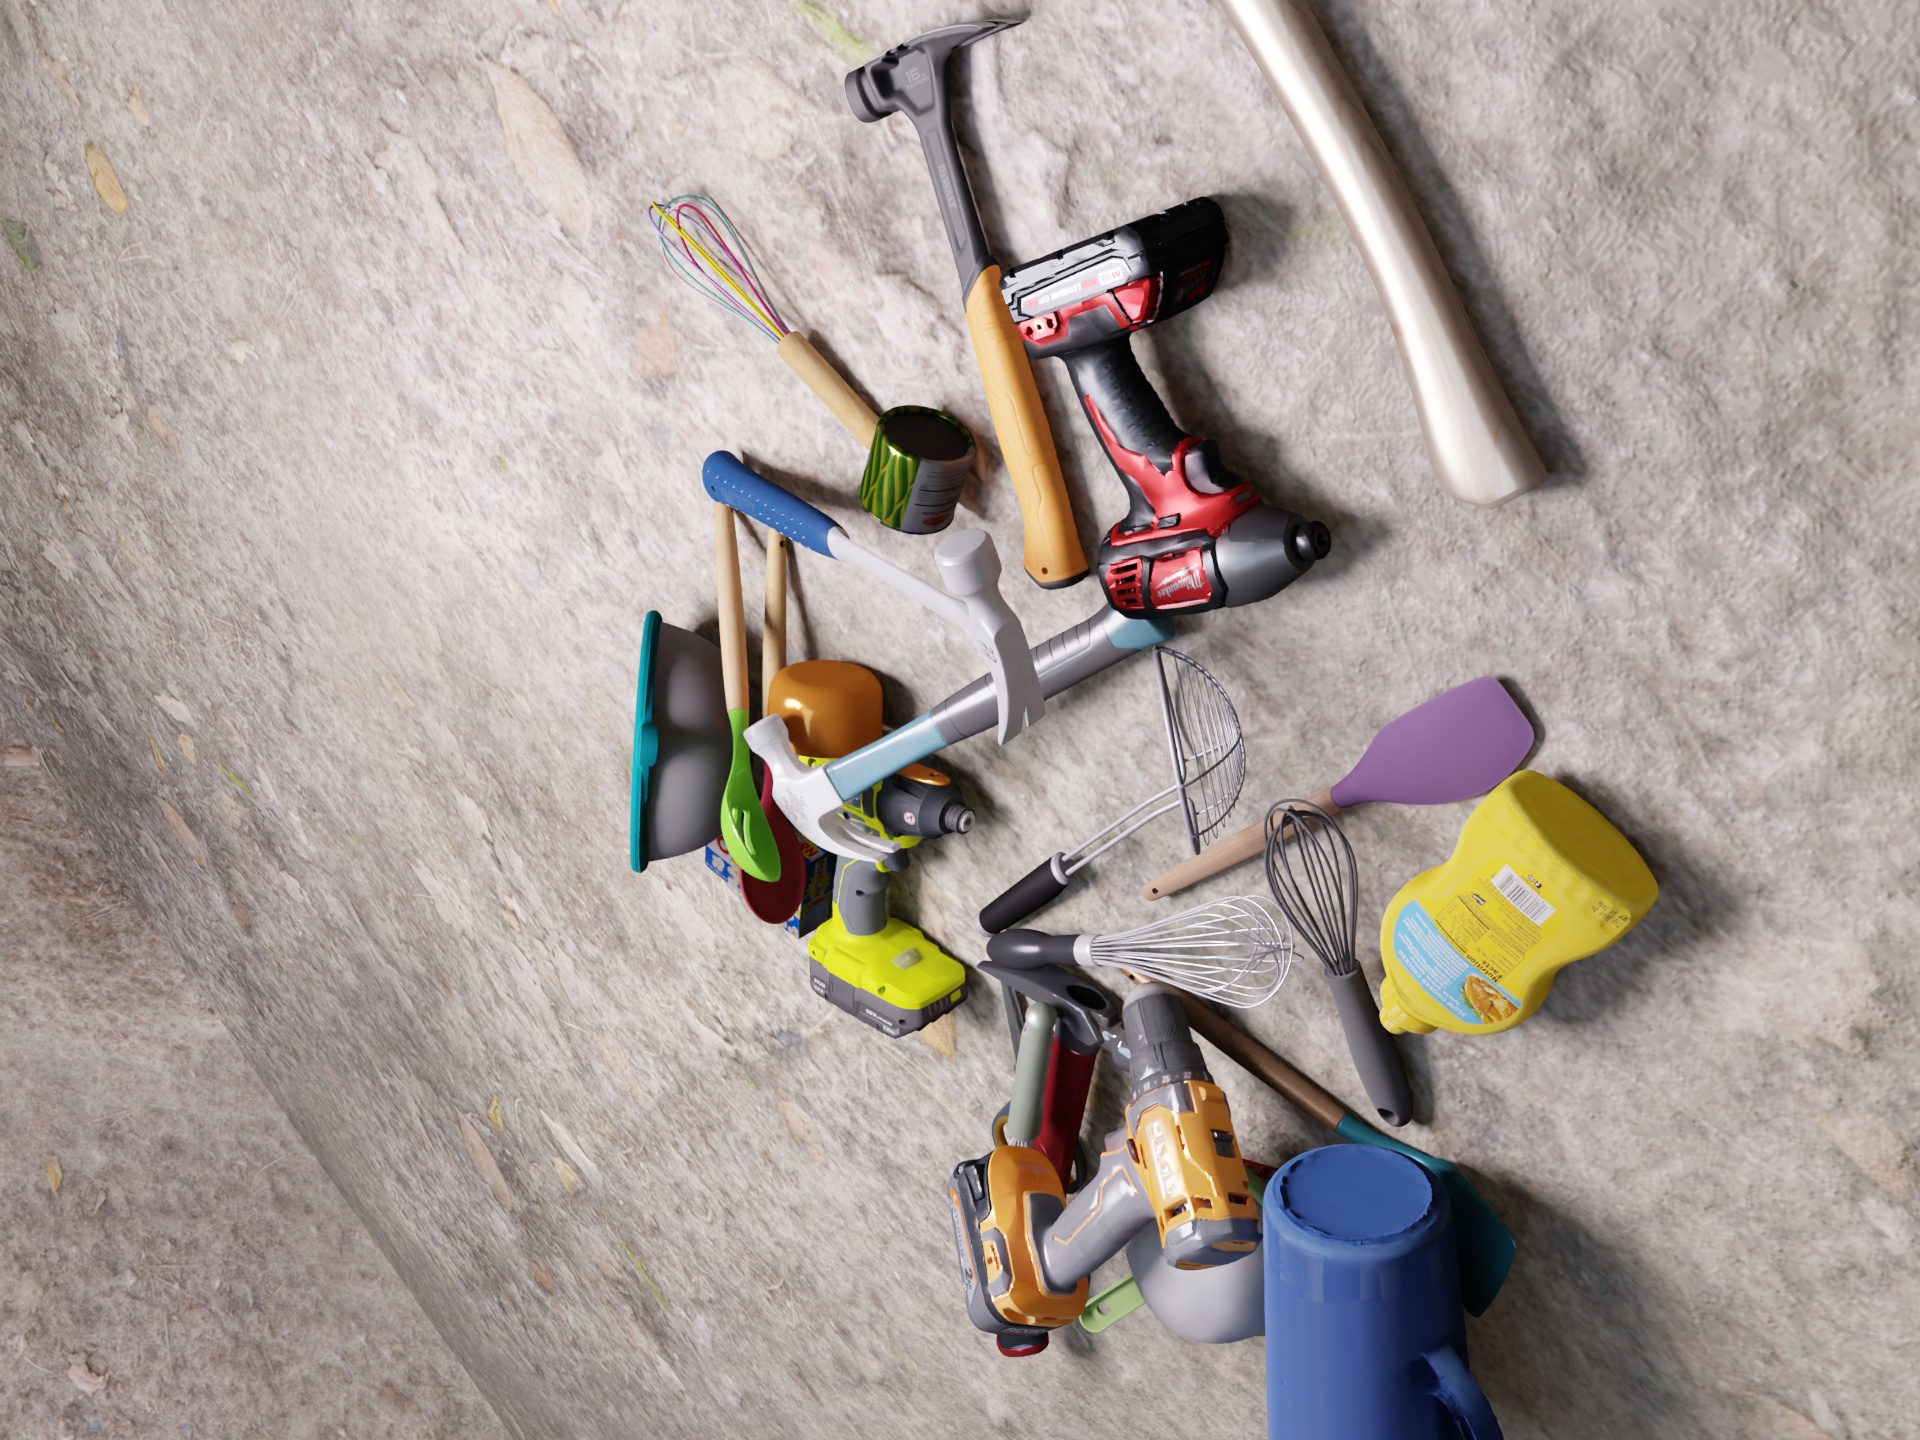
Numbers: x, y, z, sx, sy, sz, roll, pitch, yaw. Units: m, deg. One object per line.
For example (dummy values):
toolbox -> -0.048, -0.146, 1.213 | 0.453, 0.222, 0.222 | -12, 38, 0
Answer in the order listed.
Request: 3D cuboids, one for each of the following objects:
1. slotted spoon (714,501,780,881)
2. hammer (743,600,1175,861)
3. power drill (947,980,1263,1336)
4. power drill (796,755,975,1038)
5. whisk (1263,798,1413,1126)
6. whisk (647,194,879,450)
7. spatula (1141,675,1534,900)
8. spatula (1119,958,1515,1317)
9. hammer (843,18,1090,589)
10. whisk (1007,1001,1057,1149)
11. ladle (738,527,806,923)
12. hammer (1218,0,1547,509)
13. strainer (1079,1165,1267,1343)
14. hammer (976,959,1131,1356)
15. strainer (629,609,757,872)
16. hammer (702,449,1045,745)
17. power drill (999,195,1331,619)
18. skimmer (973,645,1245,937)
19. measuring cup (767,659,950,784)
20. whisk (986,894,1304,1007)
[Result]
slotted spoon -> -0.166, -0.029, 1.183 | 0.031, 0.070, 0.314 | -14, 67, 15
hammer -> -0.002, -0.003, 1.059 | 0.331, 0.033, 0.128 | -28, 92, 33
power drill -> 0.091, 0.298, 1.071 | 0.226, 0.084, 0.186 | -40, 47, 34
power drill -> -0.056, 0.123, 1.228 | 0.171, 0.080, 0.223 | 22, 123, 39
whisk -> 0.233, 0.150, 0.956 | 0.055, 0.055, 0.238 | -1, 120, 46
whisk -> -0.133, -0.279, 1.109 | 0.245, 0.051, 0.047 | 48, 159, 9
spatula -> 0.211, 0.057, 0.954 | 0.060, 0.018, 0.316 | 55, 139, 1
spatula -> 0.221, 0.251, 1.036 | 0.318, 0.044, 0.082 | 34, 136, 30
hammer -> 0.025, -0.242, 0.964 | 0.127, 0.034, 0.336 | -1, 111, 48
whisk -> 0.047, 0.311, 1.180 | 0.059, 0.058, 0.246 | 7, 117, 1
ladle -> -0.146, 0.005, 1.238 | 0.031, 0.069, 0.315 | 12, 105, 38
hammer -> 0.184, -0.295, 0.766 | 0.146, 0.038, 0.410 | -26, 93, 49
strainer -> 0.137, 0.399, 1.122 | 0.151, 0.069, 0.256 | 51, 136, 13
hammer -> 0.055, 0.354, 1.247 | 0.143, 0.038, 0.386 | 27, 126, 28
strainer -> -0.202, 0.019, 1.220 | 0.340, 0.095, 0.211 | 178, 95, -80
hammer -> -0.074, -0.109, 1.057 | 0.406, 0.035, 0.144 | 34, 153, 51
power drill -> 0.118, -0.164, 0.882 | 0.143, 0.078, 0.219 | -5, 111, 48
skimmer -> 0.074, 0.073, 1.052 | 0.363, 0.090, 0.127 | -44, 47, 52
measuring cup -> -0.070, 0.000, 1.158 | 0.174, 0.095, 0.052 | 21, 117, 40
whisk -> 0.111, 0.155, 1.063 | 0.284, 0.070, 0.070 | -10, 104, 51
